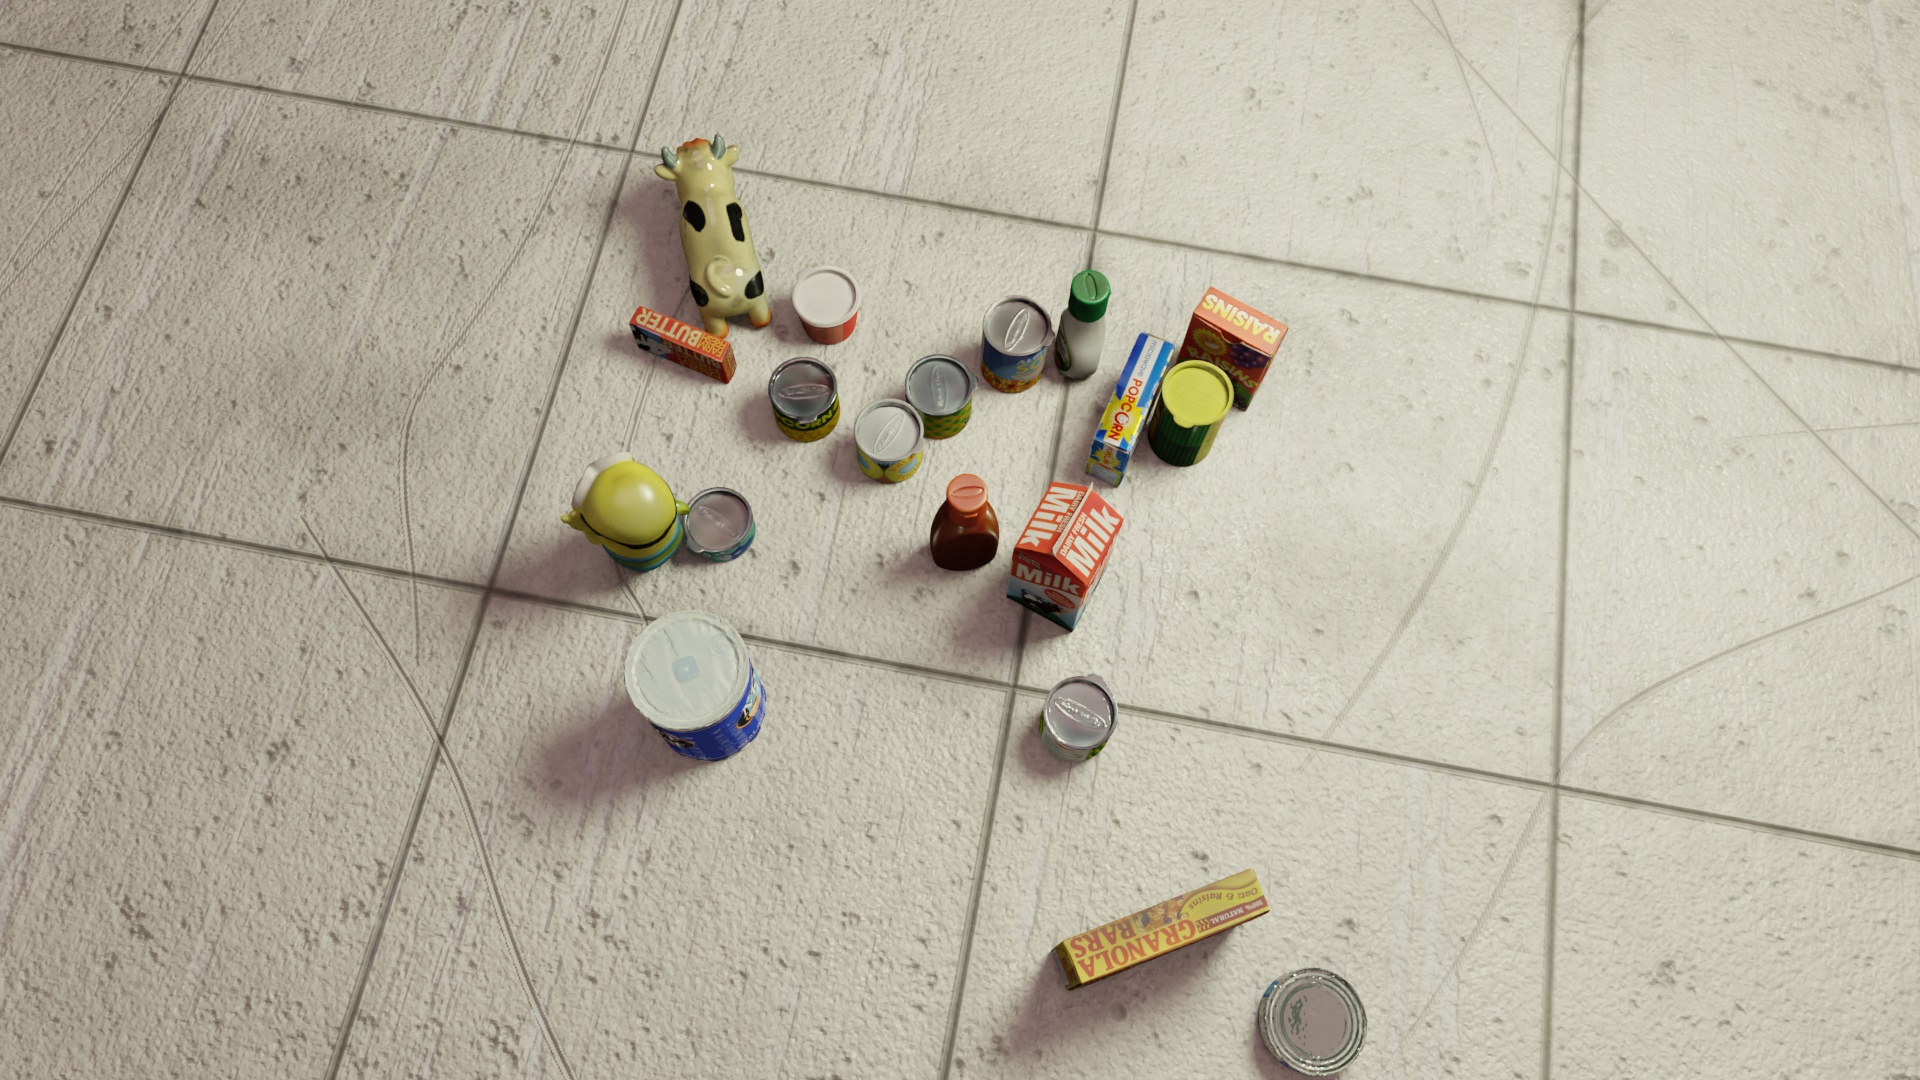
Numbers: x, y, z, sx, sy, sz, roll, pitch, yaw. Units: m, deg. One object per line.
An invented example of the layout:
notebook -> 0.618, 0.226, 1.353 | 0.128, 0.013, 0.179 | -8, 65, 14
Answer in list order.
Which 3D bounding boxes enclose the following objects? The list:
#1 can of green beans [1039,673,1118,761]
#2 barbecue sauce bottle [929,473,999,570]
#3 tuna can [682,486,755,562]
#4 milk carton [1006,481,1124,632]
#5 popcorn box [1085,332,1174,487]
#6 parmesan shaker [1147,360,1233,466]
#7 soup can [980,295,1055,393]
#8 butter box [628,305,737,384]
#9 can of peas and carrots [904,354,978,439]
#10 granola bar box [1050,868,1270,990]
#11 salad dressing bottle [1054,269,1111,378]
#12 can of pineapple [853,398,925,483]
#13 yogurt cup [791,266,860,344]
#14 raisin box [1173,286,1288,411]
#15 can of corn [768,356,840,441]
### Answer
can of green beans -> 0.105, 0.161, 1.245 | 0.071, 0.057, 0.071 | 0, 70, -1
barbecue sauce bottle -> 0.005, -0.016, 1.261 | 0.065, 0.148, 0.044 | -8, 70, -4
tuna can -> -0.230, -0.013, 1.316 | 0.071, 0.032, 0.071 | 0, 70, -1
milk carton -> 0.092, 0.011, 1.230 | 0.073, 0.190, 0.072 | 28, 72, 9
popcorn box -> 0.163, -0.126, 1.340 | 0.038, 0.085, 0.127 | 23, 71, 7
parmesan shaker -> 0.217, -0.117, 1.328 | 0.071, 0.102, 0.071 | 0, 70, -1
soup can -> 0.055, -0.190, 1.362 | 0.071, 0.083, 0.071 | 0, 70, -1
butter box -> -0.273, -0.193, 1.371 | 0.103, 0.053, 0.024 | 23, 71, 7
can of peas and carrots -> -0.019, -0.140, 1.355 | 0.071, 0.058, 0.071 | 0, 70, -1
granola bar box -> 0.162, 0.324, 1.150 | 0.166, 0.123, 0.039 | -19, 71, -8
salad dressing bottle -> 0.118, -0.208, 1.336 | 0.044, 0.147, 0.064 | -7, 70, -4
can of pineapple -> -0.067, -0.093, 1.337 | 0.071, 0.057, 0.071 | 0, 70, -1
yogurt cup -> -0.133, -0.232, 1.389 | 0.072, 0.053, 0.072 | 0, 70, -1
raisin box -> 0.258, -0.184, 1.343 | 0.086, 0.123, 0.040 | 31, 72, 10
can of corn -> -0.151, -0.134, 1.350 | 0.071, 0.058, 0.071 | 0, 70, -1
